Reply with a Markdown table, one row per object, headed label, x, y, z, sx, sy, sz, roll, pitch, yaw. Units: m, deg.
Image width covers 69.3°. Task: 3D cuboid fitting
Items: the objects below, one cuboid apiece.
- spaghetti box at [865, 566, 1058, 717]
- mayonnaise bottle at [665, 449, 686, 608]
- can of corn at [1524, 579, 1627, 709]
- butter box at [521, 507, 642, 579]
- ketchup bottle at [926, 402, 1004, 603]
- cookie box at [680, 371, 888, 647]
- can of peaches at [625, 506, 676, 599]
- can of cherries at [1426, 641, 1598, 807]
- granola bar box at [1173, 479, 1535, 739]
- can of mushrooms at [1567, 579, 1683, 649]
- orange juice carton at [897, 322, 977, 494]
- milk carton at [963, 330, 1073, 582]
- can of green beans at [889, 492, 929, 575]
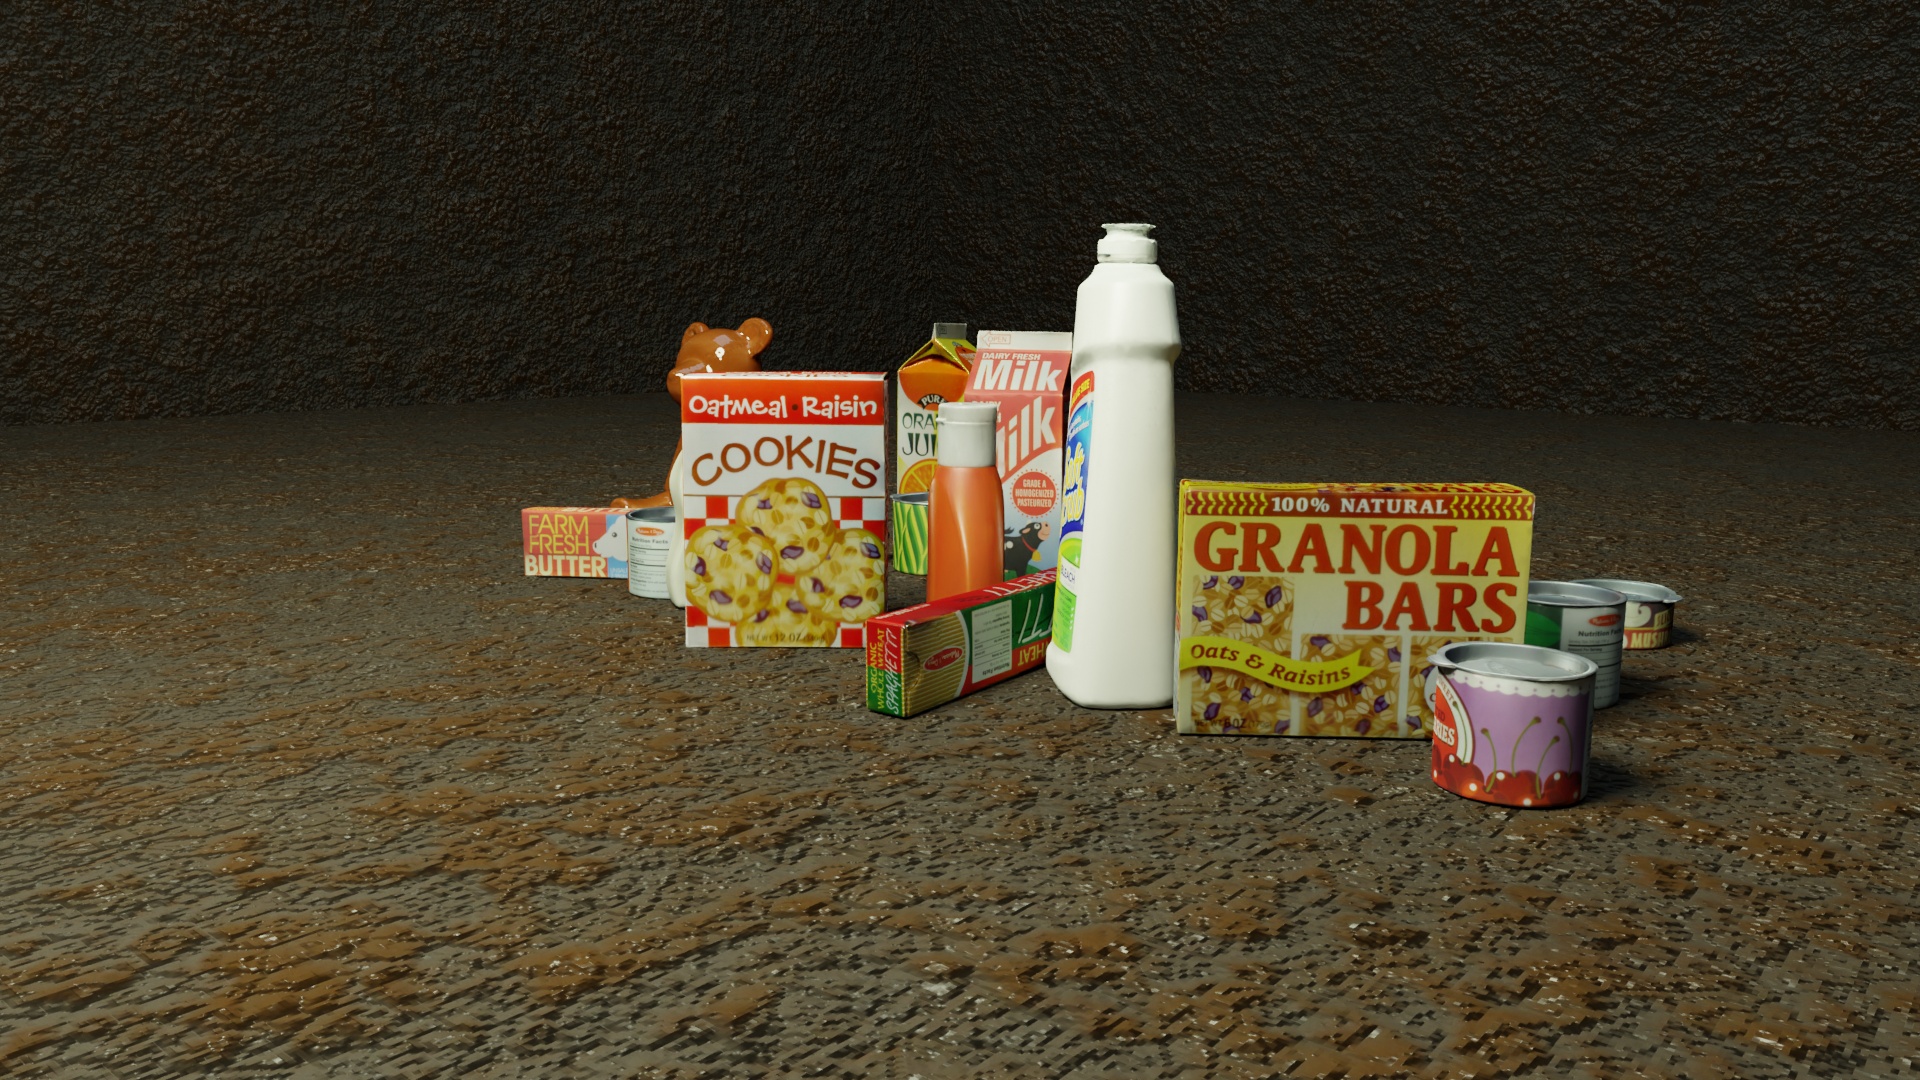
| label | x | y | z | sx | sy | sz | roll | pitch | yaw |
| --- | --- | --- | --- | --- | --- | --- | --- | --- | --- |
| spaghetti box | 0.034 | 0.049 | 0.807 | 0.028 | 0.050 | 0.251 | 7 | 12 | 35 |
| mayonnaise bottle | -0.172 | -0.029 | 0.960 | 0.065 | 0.147 | 0.041 | -3 | 10 | -20 |
| can of corn | 0.325 | 0.056 | 0.761 | 0.071 | 0.058 | 0.071 | 1 | 9 | 0 |
| butter box | -0.282 | 0.001 | 1.060 | 0.103 | 0.053 | 0.024 | 1 | 9 | 5 |
| ketchup bottle | 0.003 | -0.011 | 0.865 | 0.043 | 0.148 | 0.065 | -4 | 10 | -25 |
| cookie box | -0.106 | -0.020 | 0.854 | 0.123 | 0.167 | 0.040 | 0 | 9 | 0 |
| can of peaches | -0.208 | 0.008 | 1.012 | 0.071 | 0.058 | 0.071 | 1 | 9 | 0 |
| can of cherries | 0.241 | 0.080 | 0.614 | 0.071 | 0.058 | 0.071 | 1 | 9 | 0 |
| granola bar box | 0.190 | 0.034 | 0.688 | 0.166 | 0.124 | 0.039 | 1 | 9 | 2 |
| can of mushrooms | 0.424 | 0.047 | 0.891 | 0.071 | 0.033 | 0.071 | 1 | 10 | 0 |
| orange juice carton | -0.010 | -0.100 | 1.256 | 0.073 | 0.192 | 0.072 | 5 | 10 | 24 |
| milk carton | 0.045 | -0.054 | 0.997 | 0.072 | 0.190 | 0.073 | 3 | 9 | 15 |
| can of green beans | -0.021 | -0.006 | 1.104 | 0.071 | 0.057 | 0.071 | 1 | 9 | 0 |
